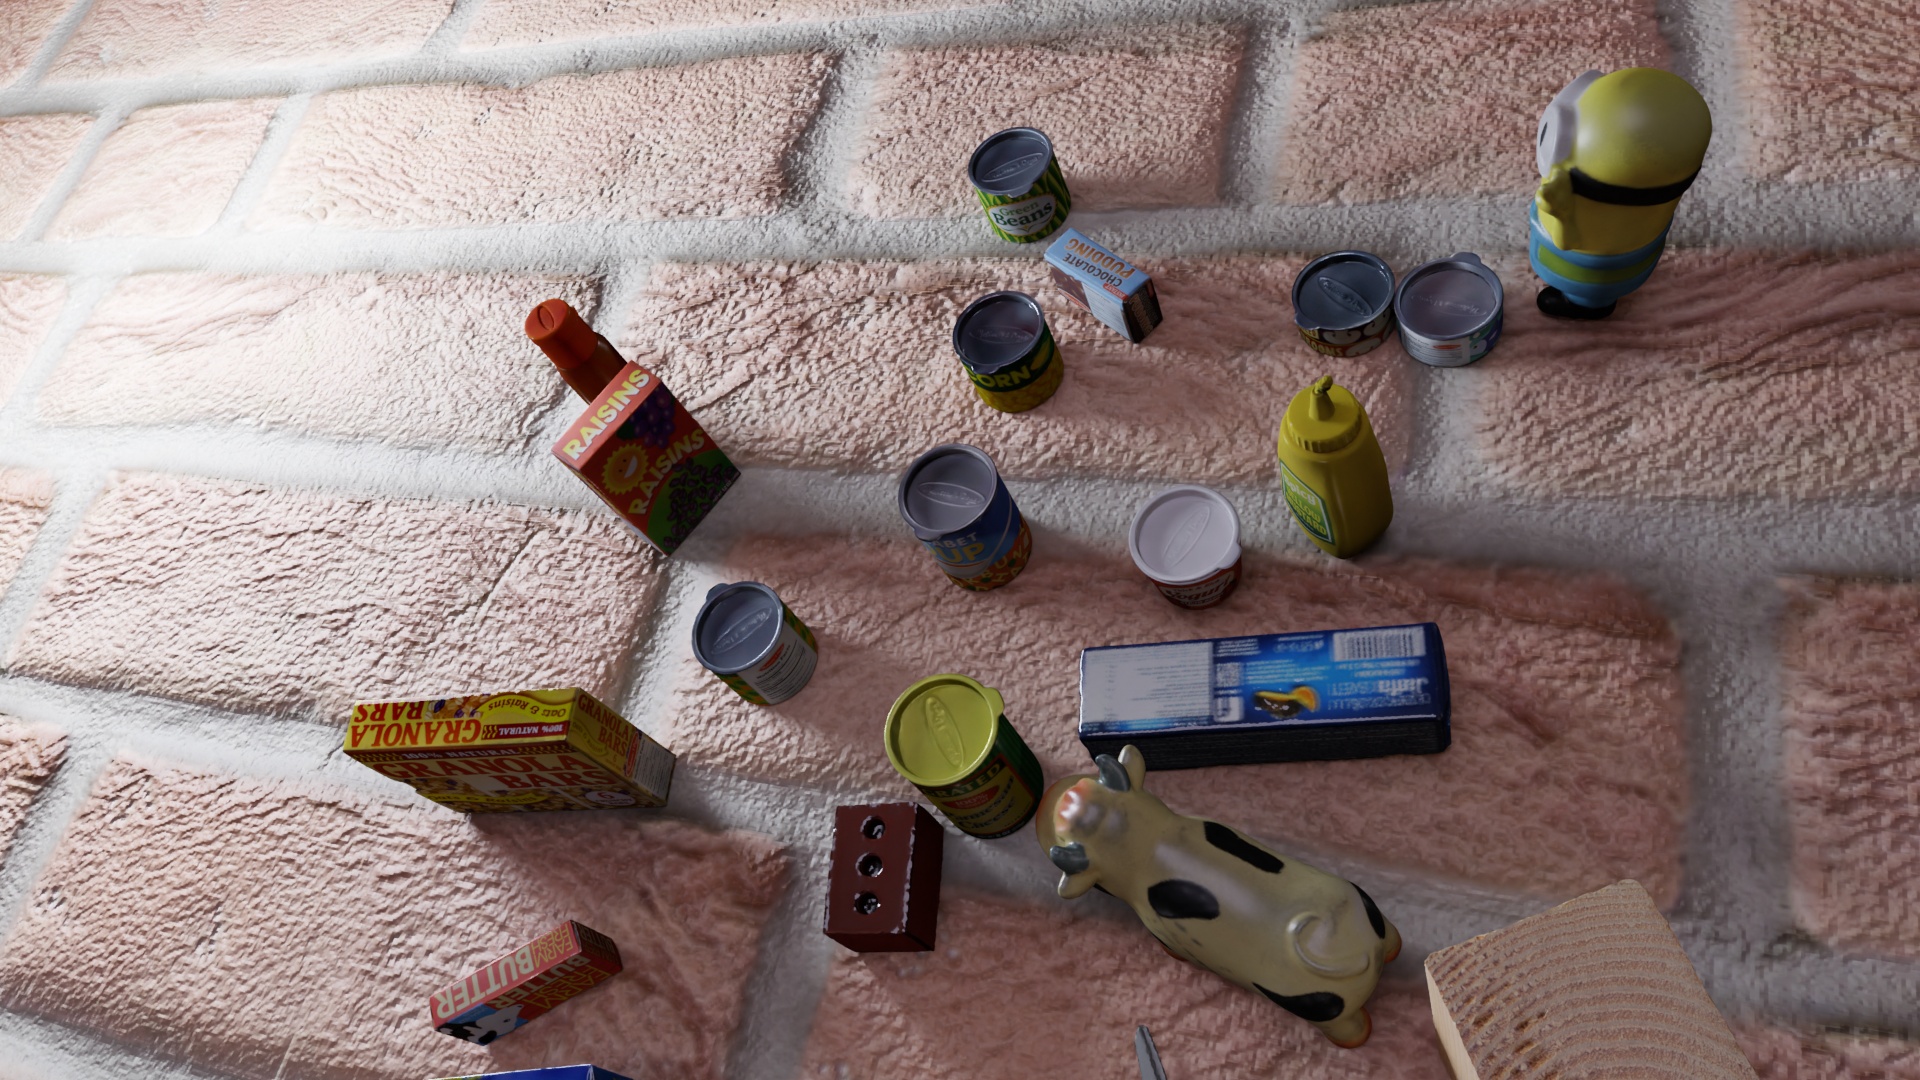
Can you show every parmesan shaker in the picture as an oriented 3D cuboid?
[{"bbox_3d":[0.007,0.126,0.806,0.071,0.102,0.071,-9,58,16],"label":"parmesan shaker"}]

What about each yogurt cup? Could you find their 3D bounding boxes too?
[{"bbox_3d":[0.142,0.007,0.855,0.072,0.053,0.073,-9,58,16],"label":"yogurt cup"}]

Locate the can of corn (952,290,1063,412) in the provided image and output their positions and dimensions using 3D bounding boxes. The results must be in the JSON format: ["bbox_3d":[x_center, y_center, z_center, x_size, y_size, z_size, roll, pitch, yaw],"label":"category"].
[{"bbox_3d":[0.034,-0.130,0.974,0.071,0.058,0.071,-9,58,16],"label":"can of corn"}]

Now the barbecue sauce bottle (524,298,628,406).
[{"bbox_3d":[-0.265,-0.120,1.026,0.044,0.148,0.065,-34,55,0],"label":"barbecue sauce bottle"}]

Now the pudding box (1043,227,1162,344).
[{"bbox_3d":[0.101,-0.181,0.984,0.030,0.049,0.084,-44,56,-8],"label":"pudding box"}]

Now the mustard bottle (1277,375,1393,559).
[{"bbox_3d":[0.211,-0.048,0.797,0.049,0.159,0.065,-38,55,-3],"label":"mustard bottle"}]

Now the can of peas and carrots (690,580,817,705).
[{"bbox_3d":[-0.137,0.067,0.922,0.071,0.058,0.071,-9,58,16],"label":"can of peas and carrots"}]

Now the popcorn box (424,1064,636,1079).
[{"bbox_3d":[-0.244,0.330,0.791,0.126,0.085,0.038,-11,58,15],"label":"popcorn box"}]

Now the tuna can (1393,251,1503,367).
[{"bbox_3d":[0.316,-0.149,0.895,0.071,0.032,0.071,-9,58,16],"label":"tuna can"}]

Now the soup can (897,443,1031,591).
[{"bbox_3d":[0.003,-0.011,0.900,0.071,0.083,0.071,-9,58,16],"label":"soup can"}]

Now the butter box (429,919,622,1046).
[{"bbox_3d":[-0.266,0.272,0.853,0.103,0.053,0.024,-29,55,2],"label":"butter box"}]

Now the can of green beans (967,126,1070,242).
[{"bbox_3d":[0.045,-0.268,1.052,0.071,0.057,0.071,-9,58,16],"label":"can of green beans"}]

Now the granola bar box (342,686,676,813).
[{"bbox_3d":[-0.288,0.139,0.897,0.165,0.123,0.039,-5,60,18],"label":"granola bar box"}]

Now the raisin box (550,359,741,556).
[{"bbox_3d":[-0.221,-0.057,0.987,0.040,0.123,0.086,32,76,32],"label":"raisin box"}]

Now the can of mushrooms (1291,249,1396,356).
[{"bbox_3d":[0.253,-0.156,0.922,0.071,0.033,0.071,-9,58,16],"label":"can of mushrooms"}]
